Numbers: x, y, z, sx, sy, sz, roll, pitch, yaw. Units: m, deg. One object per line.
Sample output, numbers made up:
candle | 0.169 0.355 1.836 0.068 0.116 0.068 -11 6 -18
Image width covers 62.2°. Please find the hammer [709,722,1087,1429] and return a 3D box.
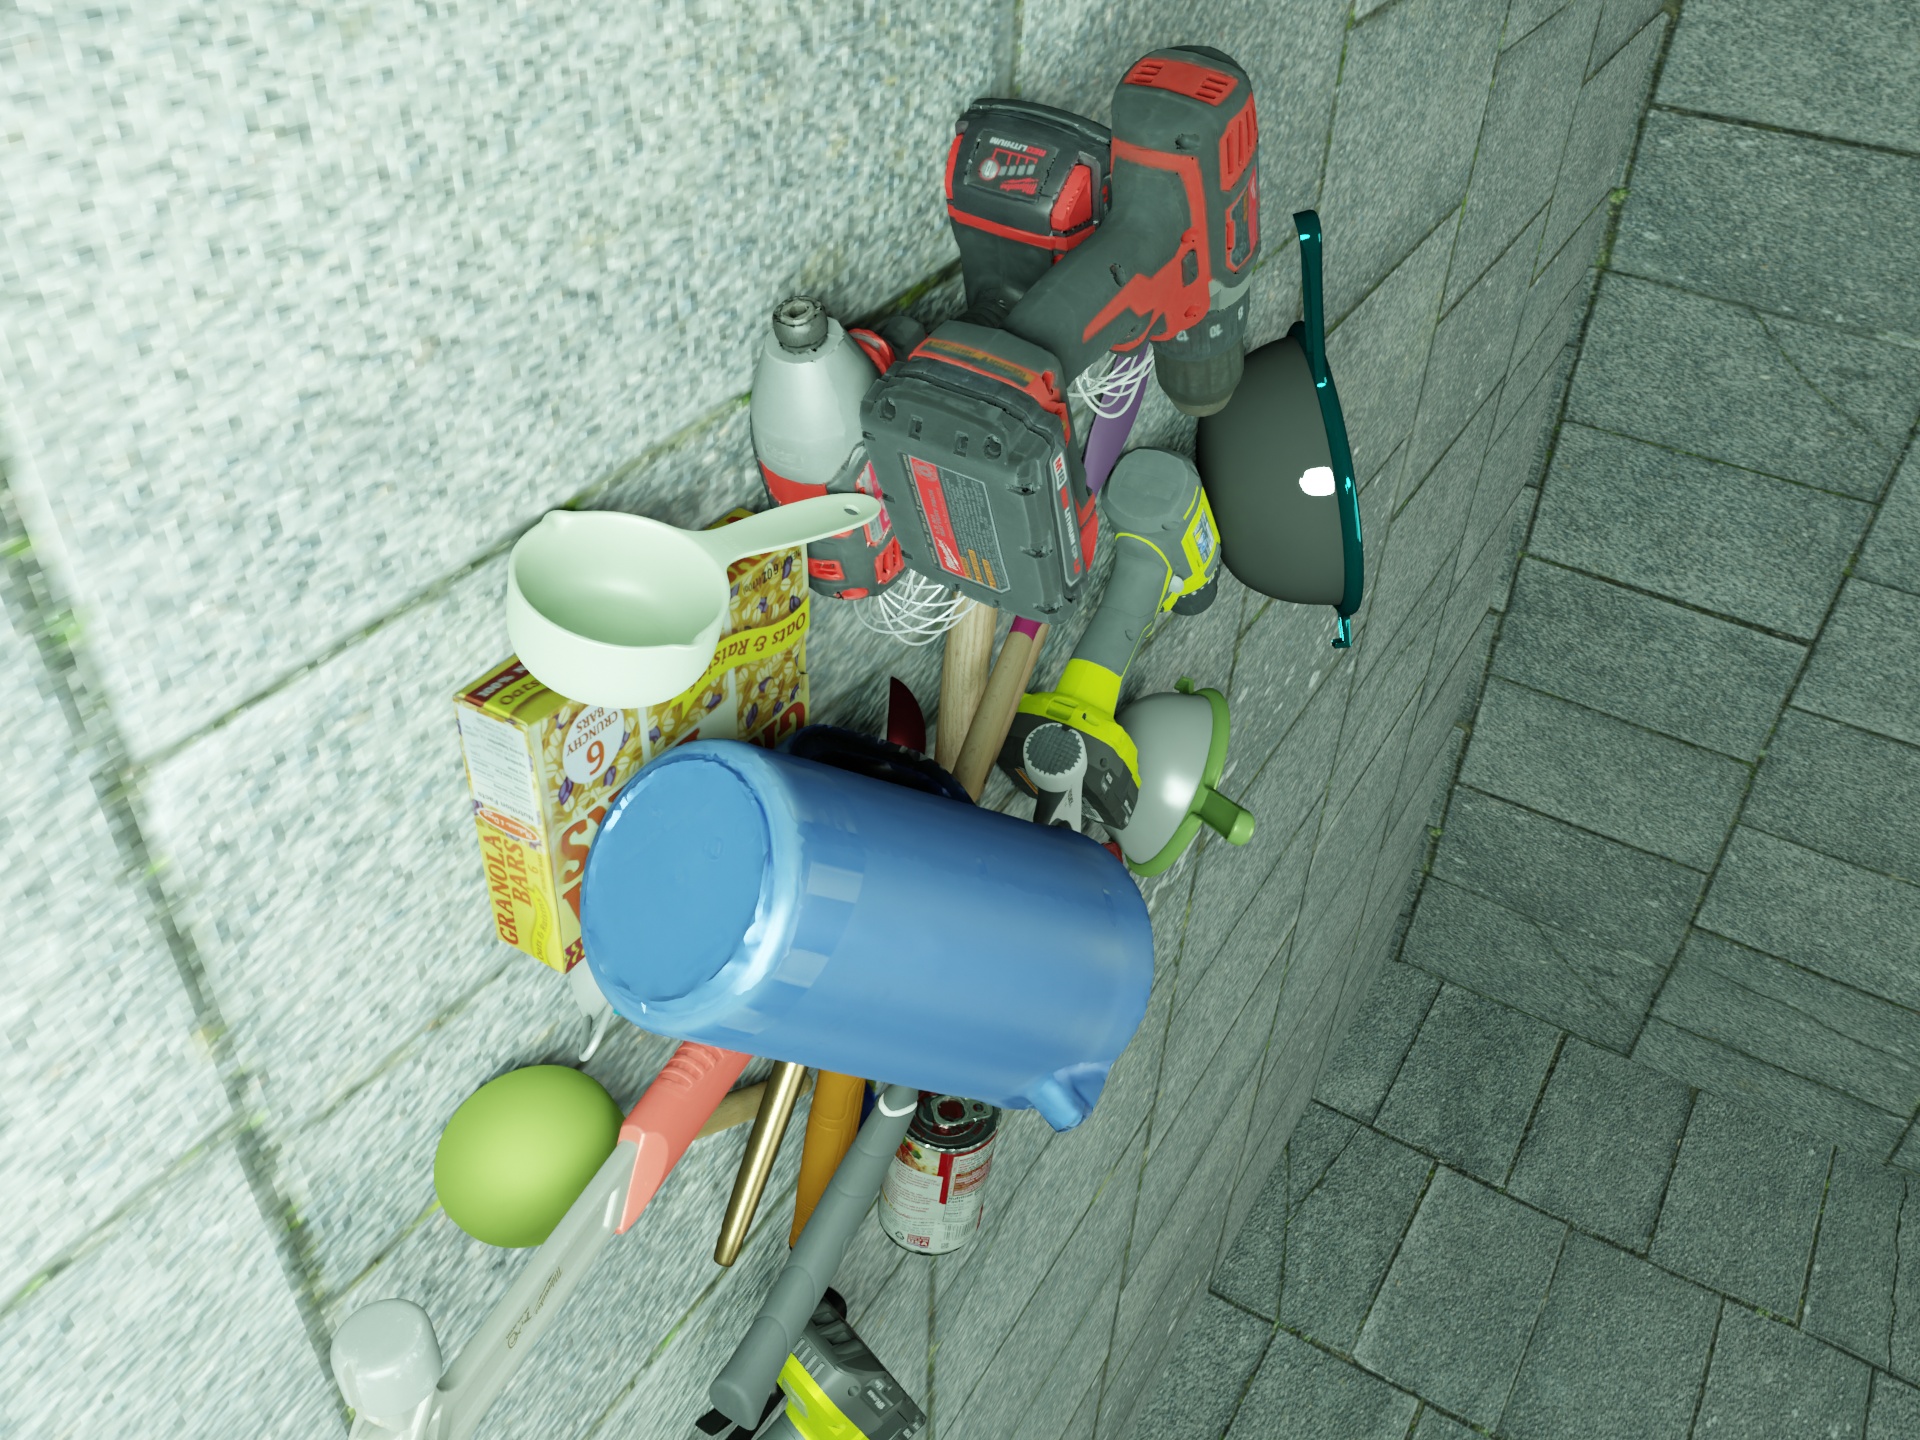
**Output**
hammer | -0.027 0.200 0.902 0.409 0.036 0.149 -60 163 -19

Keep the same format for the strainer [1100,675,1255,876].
strainer | 0.143 0.044 1.135 0.256 0.069 0.151 -131 -116 -79

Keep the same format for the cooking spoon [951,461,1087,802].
cooking spoon | 0.025 -0.025 0.877 0.068 0.017 0.319 71 32 -49

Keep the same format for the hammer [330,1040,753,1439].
hammer | -0.119 0.171 0.664 0.359 0.037 0.149 -54 149 -50

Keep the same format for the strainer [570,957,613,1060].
strainer | -0.112 0.075 0.733 0.087 0.050 0.258 -48 175 29

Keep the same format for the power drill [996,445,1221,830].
power drill | 0.114 -0.049 1.080 0.228 0.080 0.190 -66 157 -11

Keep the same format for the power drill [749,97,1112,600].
power drill | -0.011 -0.170 0.698 0.220 0.079 0.143 -52 152 -27

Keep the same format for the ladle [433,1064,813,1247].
ladle | -0.144 0.193 0.780 0.078 0.062 0.320 -69 164 1

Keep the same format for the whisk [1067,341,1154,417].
whisk | 0.121 -0.259 0.948 0.059 0.058 0.246 57 47 -26

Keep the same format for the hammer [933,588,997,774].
hammer | -0.001 -0.003 0.901 0.130 0.031 0.331 -51 152 -63

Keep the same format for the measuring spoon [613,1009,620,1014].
measuring spoon | -0.125 0.110 0.774 0.128 0.021 0.042 -23 132 -48

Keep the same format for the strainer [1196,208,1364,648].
strainer | 0.205 -0.203 1.083 0.340 0.095 0.211 67 13 -57

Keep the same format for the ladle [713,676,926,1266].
ladle | -0.072 0.130 0.830 0.069 0.031 0.315 113 -5 -85

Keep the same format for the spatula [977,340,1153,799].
spatula | 0.063 -0.100 0.992 0.059 0.018 0.316 21 89 -65

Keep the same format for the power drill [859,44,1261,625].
power drill | 0.062 -0.150 0.688 0.227 0.080 0.187 -55 154 -22

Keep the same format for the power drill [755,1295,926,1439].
power drill | -0.136 0.434 0.897 0.223 0.080 0.171 -41 142 -16

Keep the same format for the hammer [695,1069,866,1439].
hammer | -0.090 0.291 0.947 0.127 0.034 0.336 -38 147 -52

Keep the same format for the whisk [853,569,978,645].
whisk | 0.020 -0.157 0.800 0.070 0.070 0.285 71 39 -57

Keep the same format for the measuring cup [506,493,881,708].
measuring cup | -0.093 -0.051 0.593 0.167 0.083 0.038 -26 148 -43
